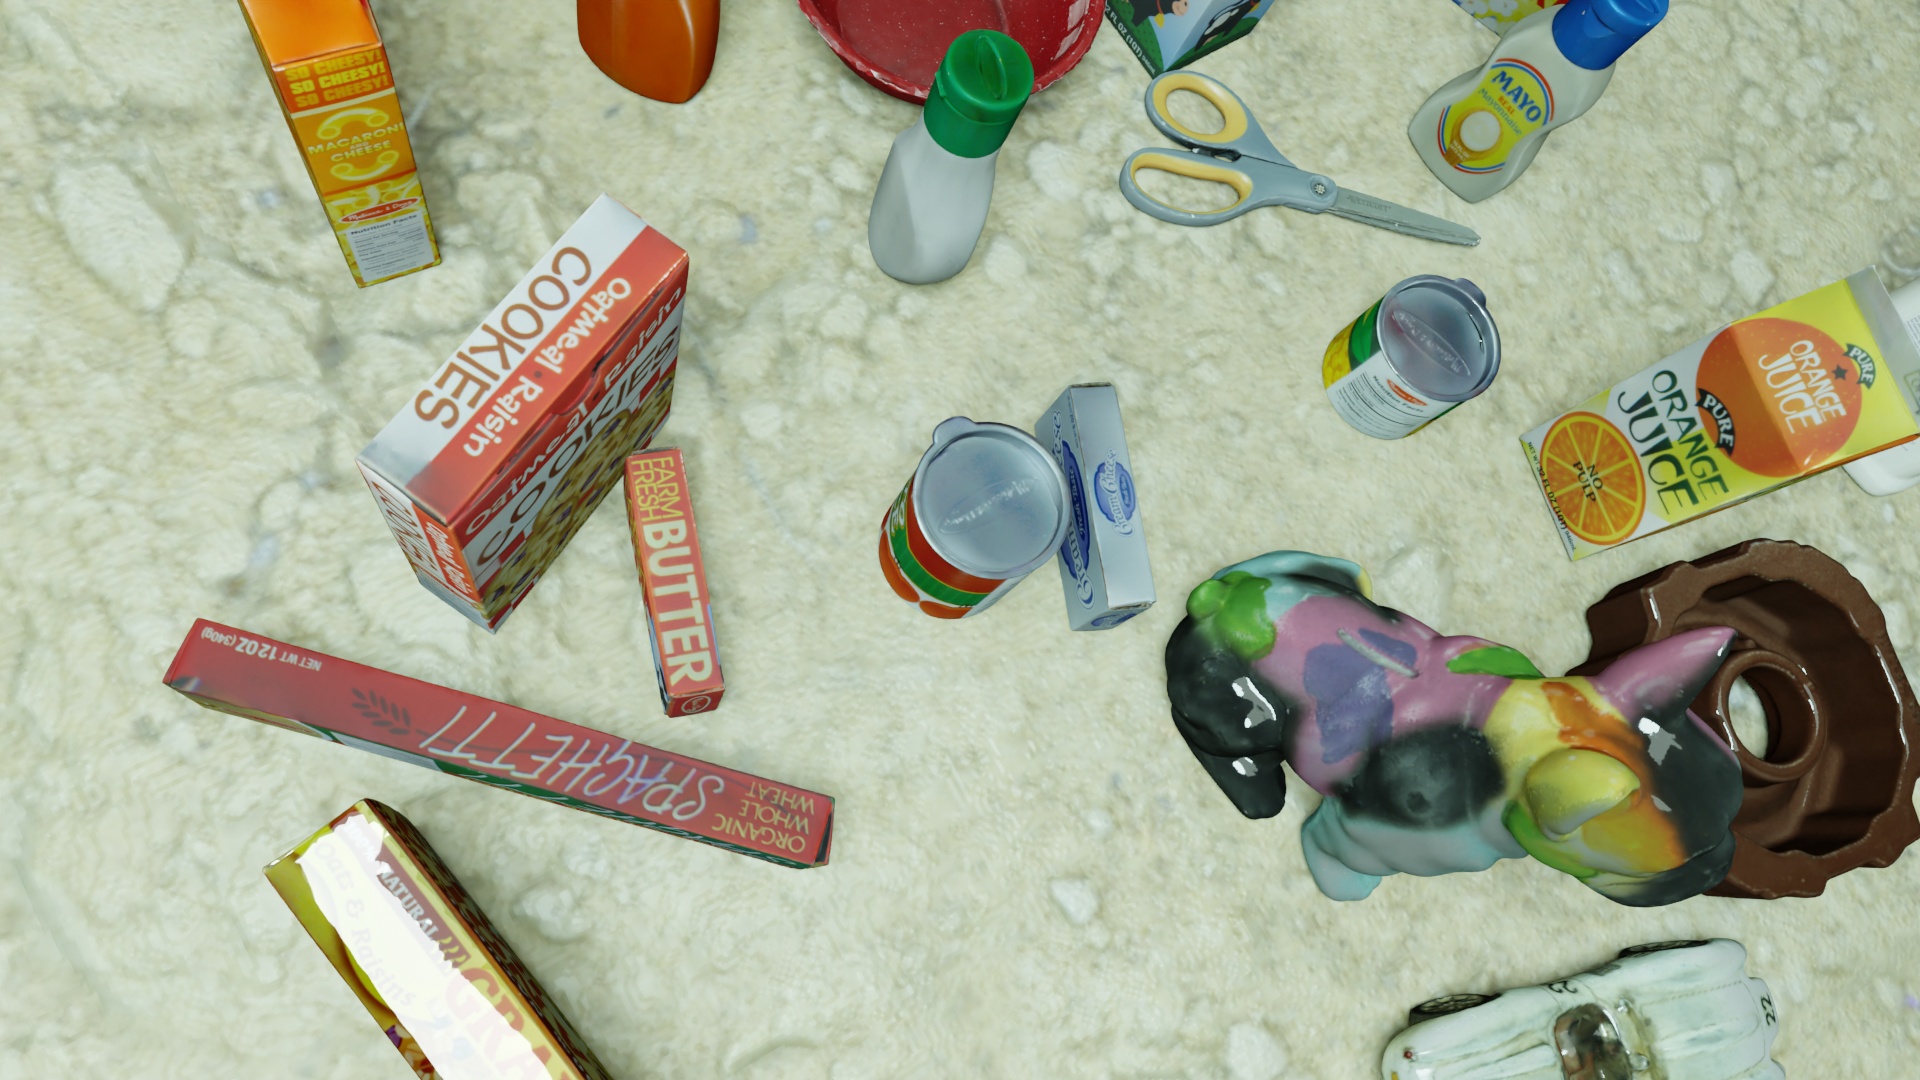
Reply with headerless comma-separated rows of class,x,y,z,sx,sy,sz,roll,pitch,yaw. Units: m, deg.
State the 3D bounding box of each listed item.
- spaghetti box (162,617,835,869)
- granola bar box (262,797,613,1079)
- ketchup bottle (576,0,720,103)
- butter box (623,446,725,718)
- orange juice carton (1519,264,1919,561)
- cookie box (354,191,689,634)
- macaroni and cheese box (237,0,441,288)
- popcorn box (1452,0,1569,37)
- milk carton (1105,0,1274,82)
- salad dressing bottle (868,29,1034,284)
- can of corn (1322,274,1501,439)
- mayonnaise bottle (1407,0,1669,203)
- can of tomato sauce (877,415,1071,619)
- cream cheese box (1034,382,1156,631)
spaghetti box,-0.171,0.083,0.542,0.250,0.050,0.029,18,71,-9
granola bar box,-0.162,0.168,0.480,0.039,0.124,0.165,-38,86,-21
ketchup bottle,-0.133,-0.250,0.596,0.065,0.148,0.044,29,70,-5
butter box,-0.119,0.018,0.573,0.024,0.053,0.103,-9,77,-17
orange juice carton,0.357,-0.055,0.642,0.073,0.192,0.072,-15,79,-18
cookie box,-0.156,-0.039,0.519,0.040,0.167,0.123,36,69,-3
macaroni and cheese box,-0.251,-0.192,0.539,0.040,0.166,0.124,-23,81,-19
popcorn box,0.301,-0.336,0.767,0.127,0.085,0.038,35,69,-2
milk carton,0.134,-0.311,0.660,0.074,0.190,0.072,-33,85,-20
salad dressing bottle,-0.006,-0.163,0.604,0.044,0.147,0.064,-9,77,-17
can of corn,0.224,-0.091,0.690,0.071,0.058,0.071,4,74,-13
mayonnaise bottle,0.290,-0.231,0.700,0.041,0.147,0.065,-39,87,-21
can of tomato sauce,0.002,-0.007,0.596,0.071,0.083,0.071,4,74,-13
cream cheese box,0.060,-0.014,0.628,0.024,0.053,0.104,-5,76,-16
